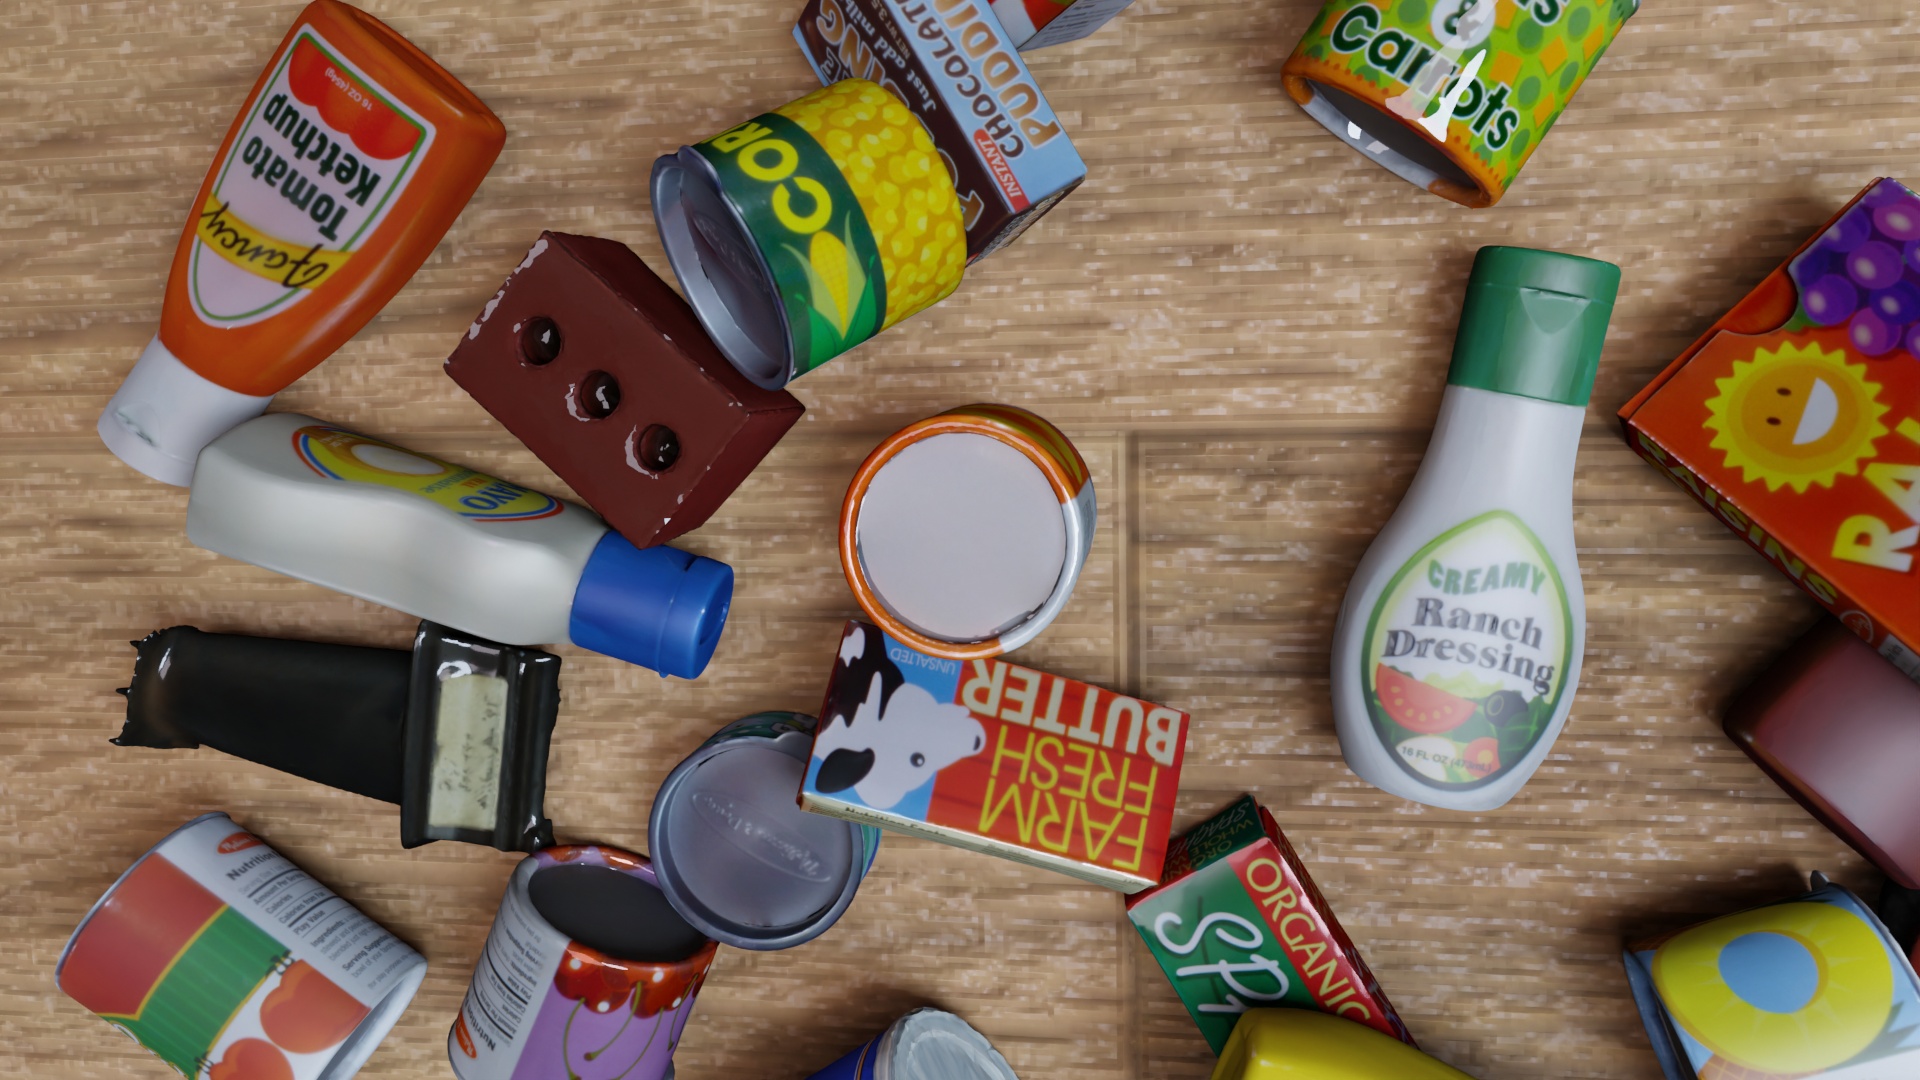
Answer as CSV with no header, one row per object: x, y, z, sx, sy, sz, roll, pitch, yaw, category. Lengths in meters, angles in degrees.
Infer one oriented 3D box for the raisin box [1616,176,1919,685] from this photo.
0.240,-0.017,0.336,0.086,0.040,0.124,-46,61,12,raisin box

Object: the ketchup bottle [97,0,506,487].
-0.202,-0.083,0.416,0.065,0.043,0.148,40,102,1,ketchup bottle

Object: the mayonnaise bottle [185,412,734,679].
-0.143,0.002,0.411,0.148,0.065,0.041,17,105,2,mayonnaise bottle

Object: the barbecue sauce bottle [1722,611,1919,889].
0.277,0.018,0.359,0.065,0.044,0.148,44,101,8,barbecue sauce bottle

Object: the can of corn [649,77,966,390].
-0.040,-0.084,0.369,0.058,0.071,0.071,-32,93,-23,can of corn

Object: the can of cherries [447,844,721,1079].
-0.111,0.134,0.423,0.071,0.071,0.058,24,100,5,can of cherries

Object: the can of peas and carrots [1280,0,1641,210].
0.123,-0.125,0.348,0.071,0.071,0.058,34,102,3,can of peas and carrots

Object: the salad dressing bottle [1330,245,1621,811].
0.141,-0.003,0.376,0.064,0.044,0.147,11,99,8,salad dressing bottle

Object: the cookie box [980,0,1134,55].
0.048,-0.212,0.319,0.167,0.040,0.123,-23,94,48,cookie box

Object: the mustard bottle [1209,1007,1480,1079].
0.142,0.181,0.368,0.160,0.049,0.065,23,98,3,mustard bottle

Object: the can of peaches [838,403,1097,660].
0.001,-0.005,0.389,0.071,0.058,0.071,1,98,8,can of peaches

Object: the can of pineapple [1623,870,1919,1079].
0.220,0.131,0.373,0.058,0.071,0.071,-21,94,11,can of pineapple

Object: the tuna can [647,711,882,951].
-0.057,0.085,0.423,0.071,0.033,0.071,1,98,8,tuna can

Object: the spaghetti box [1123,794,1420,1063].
0.133,0.194,0.412,0.050,0.029,0.250,-32,92,10,spaghetti box

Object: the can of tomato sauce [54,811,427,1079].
-0.224,0.138,0.437,0.083,0.071,0.071,35,101,2,can of tomato sauce

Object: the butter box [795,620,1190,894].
0.010,0.062,0.395,0.103,0.024,0.053,15,69,-5,butter box

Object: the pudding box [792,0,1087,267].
-0.007,-0.120,0.377,0.030,0.049,0.083,-32,93,-25,pudding box
